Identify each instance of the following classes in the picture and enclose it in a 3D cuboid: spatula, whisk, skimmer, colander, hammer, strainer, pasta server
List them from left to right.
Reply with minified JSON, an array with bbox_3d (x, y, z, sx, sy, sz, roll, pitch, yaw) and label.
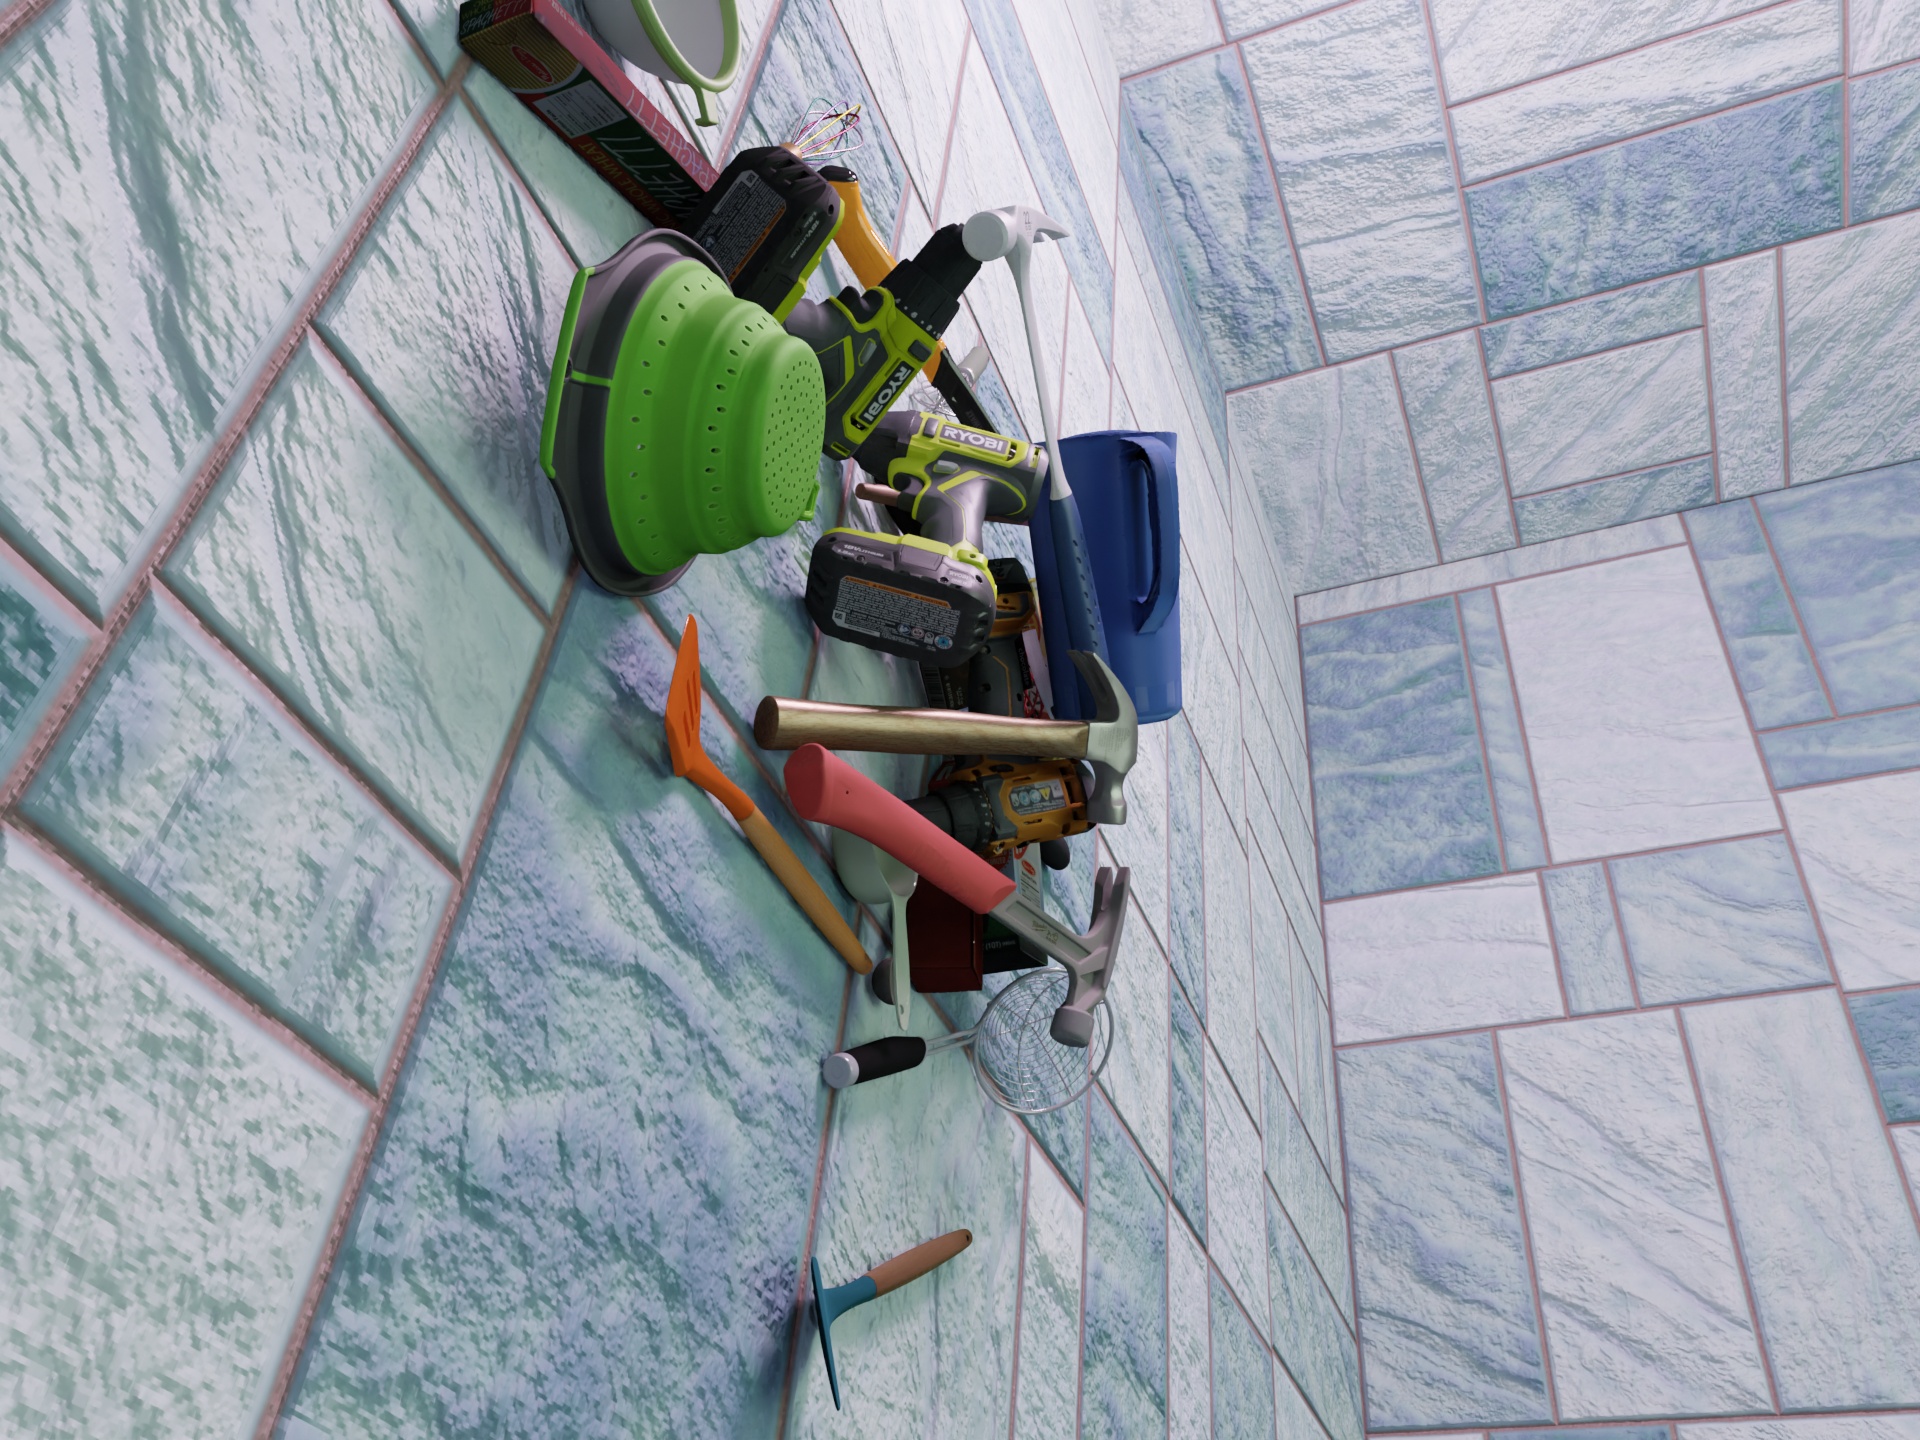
[{"bbox_3d":[-0.224,-0.495,0.975,0.256,0.069,0.152,50,36,-52],"label":"strainer"},{"bbox_3d":[-0.118,-0.161,0.967,0.397,0.094,0.204,9,92,-78],"label":"colander"},{"bbox_3d":[-0.116,0.069,0.990,0.322,0.041,0.081,60,25,-44],"label":"spatula"},{"bbox_3d":[-0.127,-0.458,1.268,0.245,0.047,0.051,-63,139,-56],"label":"whisk"},{"bbox_3d":[-0.040,0.361,1.024,0.317,0.044,0.082,19,57,-69],"label":"spatula"},{"bbox_3d":[-0.038,-0.324,1.384,0.336,0.127,0.034,55,17,-28],"label":"hammer"},{"bbox_3d":[-0.001,-0.101,1.394,0.295,0.073,0.073,60,25,-27],"label":"whisk"},{"bbox_3d":[0.000,-0.331,1.551,0.246,0.059,0.057,-68,178,-64],"label":"whisk"},{"bbox_3d":[0.002,0.007,1.126,0.331,0.031,0.130,4,92,-39],"label":"hammer"},{"bbox_3d":[0.007,0.103,1.130,0.358,0.037,0.149,39,57,-41],"label":"hammer"},{"bbox_3d":[0.016,0.250,1.178,0.363,0.090,0.127,12,99,-67],"label":"skimmer"},{"bbox_3d":[0.034,-0.188,1.385,0.316,0.060,0.040,2,98,-43],"label":"pasta server"},{"bbox_3d":[0.056,0.071,1.458,0.284,0.070,0.070,60,26,-53],"label":"whisk"},{"bbox_3d":[0.077,-0.183,1.207,0.144,0.035,0.405,-45,127,-60],"label":"hammer"},{"bbox_3d":[0.100,-0.133,1.496,0.128,0.033,0.331,53,31,-47],"label":"hammer"}]

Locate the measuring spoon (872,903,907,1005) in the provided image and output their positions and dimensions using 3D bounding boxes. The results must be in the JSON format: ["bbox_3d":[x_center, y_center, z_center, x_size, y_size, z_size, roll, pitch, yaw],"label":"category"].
[{"bbox_3d":[-0.051,0.160,1.164,0.124,0.018,0.034,-84,168,-57],"label":"measuring spoon"}]

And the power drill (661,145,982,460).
[{"bbox_3d":[-0.087,-0.293,1.090,0.080,0.190,0.228,45,11,25],"label":"power drill"}]

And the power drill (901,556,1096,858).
[{"bbox_3d":[-0.002,-0.004,1.233,0.185,0.084,0.226,-9,78,-31],"label":"power drill"}]

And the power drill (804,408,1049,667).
[{"bbox_3d":[-0.034,-0.150,1.195,0.223,0.171,0.080,-75,180,-46],"label":"power drill"}]

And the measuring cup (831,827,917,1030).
[{"bbox_3d":[-0.059,0.135,1.109,0.083,0.038,0.168,37,44,-60],"label":"measuring cup"}]
